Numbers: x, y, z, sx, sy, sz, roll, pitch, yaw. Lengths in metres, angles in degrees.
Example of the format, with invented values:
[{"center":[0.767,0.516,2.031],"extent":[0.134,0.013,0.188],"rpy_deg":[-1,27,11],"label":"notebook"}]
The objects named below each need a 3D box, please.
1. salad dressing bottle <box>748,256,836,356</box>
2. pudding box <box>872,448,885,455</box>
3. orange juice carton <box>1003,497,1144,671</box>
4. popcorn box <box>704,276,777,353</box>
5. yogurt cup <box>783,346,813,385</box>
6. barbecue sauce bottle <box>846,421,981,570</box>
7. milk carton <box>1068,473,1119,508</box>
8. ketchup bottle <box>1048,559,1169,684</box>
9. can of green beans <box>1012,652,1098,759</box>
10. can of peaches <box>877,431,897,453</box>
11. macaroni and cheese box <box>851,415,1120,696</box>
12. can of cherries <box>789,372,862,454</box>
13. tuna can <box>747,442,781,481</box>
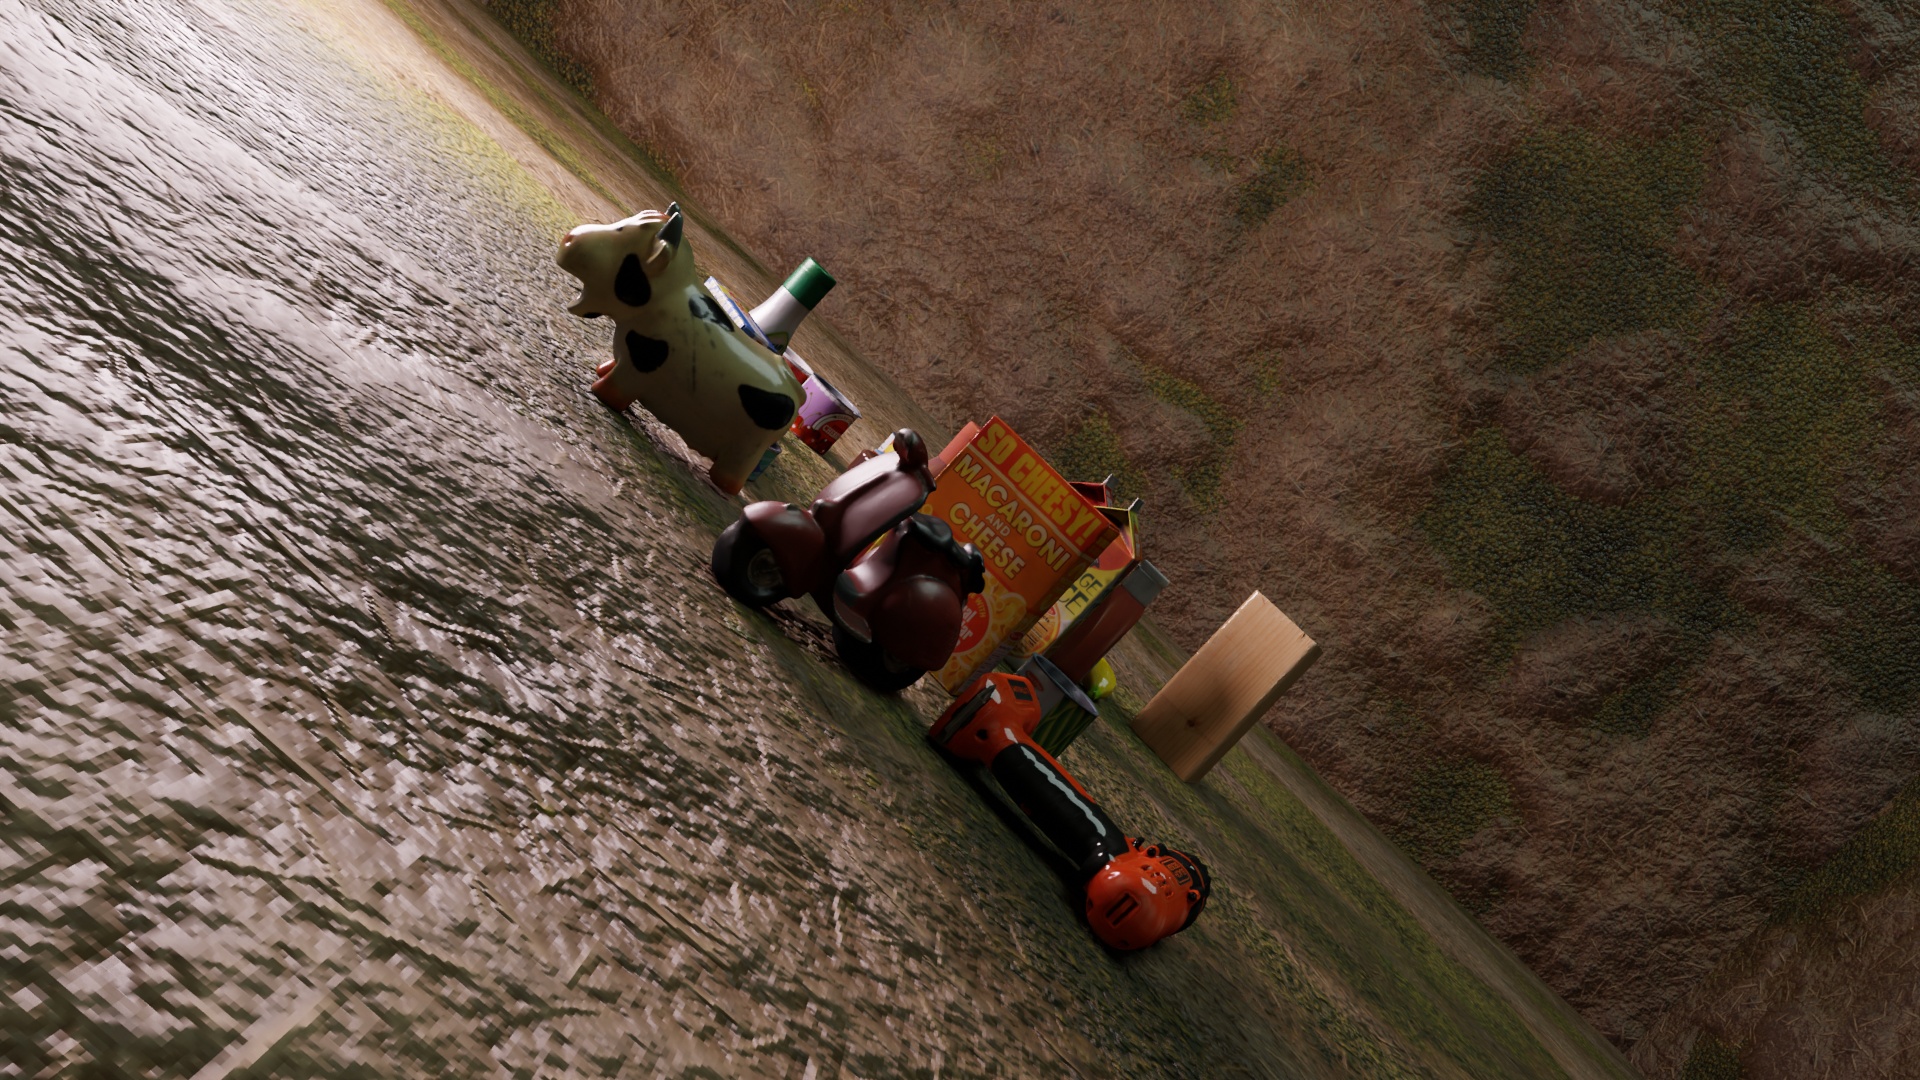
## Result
[{"center":[-0.180,-0.203,1.317],"extent":[0.044,0.147,0.064],"rpy_deg":[46,7,30],"label":"salad dressing bottle"},{"center":[-0.069,-0.048,1.410],"extent":[0.084,0.049,0.030],"rpy_deg":[44,6,10],"label":"pudding box"},{"center":[0.102,0.032,1.286],"extent":[0.073,0.192,0.072],"rpy_deg":[44,6,11],"label":"orange juice carton"},{"center":[-0.205,-0.155,1.132],"extent":[0.038,0.085,0.127],"rpy_deg":[39,7,-35],"label":"popcorn box"},{"center":[-0.196,-0.177,1.469],"extent":[0.072,0.054,0.072],"rpy_deg":[42,6,-6],"label":"yogurt cup"},{"center":[-0.029,-0.026,1.075],"extent":[0.065,0.148,0.044],"rpy_deg":[43,6,-2],"label":"barbecue sauce bottle"},{"center":[0.095,0.005,1.433],"extent":[0.073,0.190,0.072],"rpy_deg":[44,6,11],"label":"milk carton"},{"center":[0.157,0.085,1.471],"extent":[0.043,0.148,0.065],"rpy_deg":[42,6,-6],"label":"ketchup bottle"},{"center":[0.058,0.125,1.016],"extent":[0.071,0.058,0.071],"rpy_deg":[42,6,-6],"label":"can of green beans"},{"center":[-0.069,-0.078,1.571],"extent":[0.071,0.058,0.071],"rpy_deg":[42,6,-6],"label":"can of peaches"},{"center":[0.014,0.011,1.011],"extent":[0.124,0.166,0.040],"rpy_deg":[45,6,19],"label":"macaroni and cheese box"},{"center":[-0.146,-0.130,1.444],"extent":[0.071,0.058,0.071],"rpy_deg":[42,6,-6],"label":"can of cherries"},{"center":[-0.173,-0.079,1.062],"extent":[0.071,0.033,0.071],"rpy_deg":[42,6,-5],"label":"tuna can"}]
